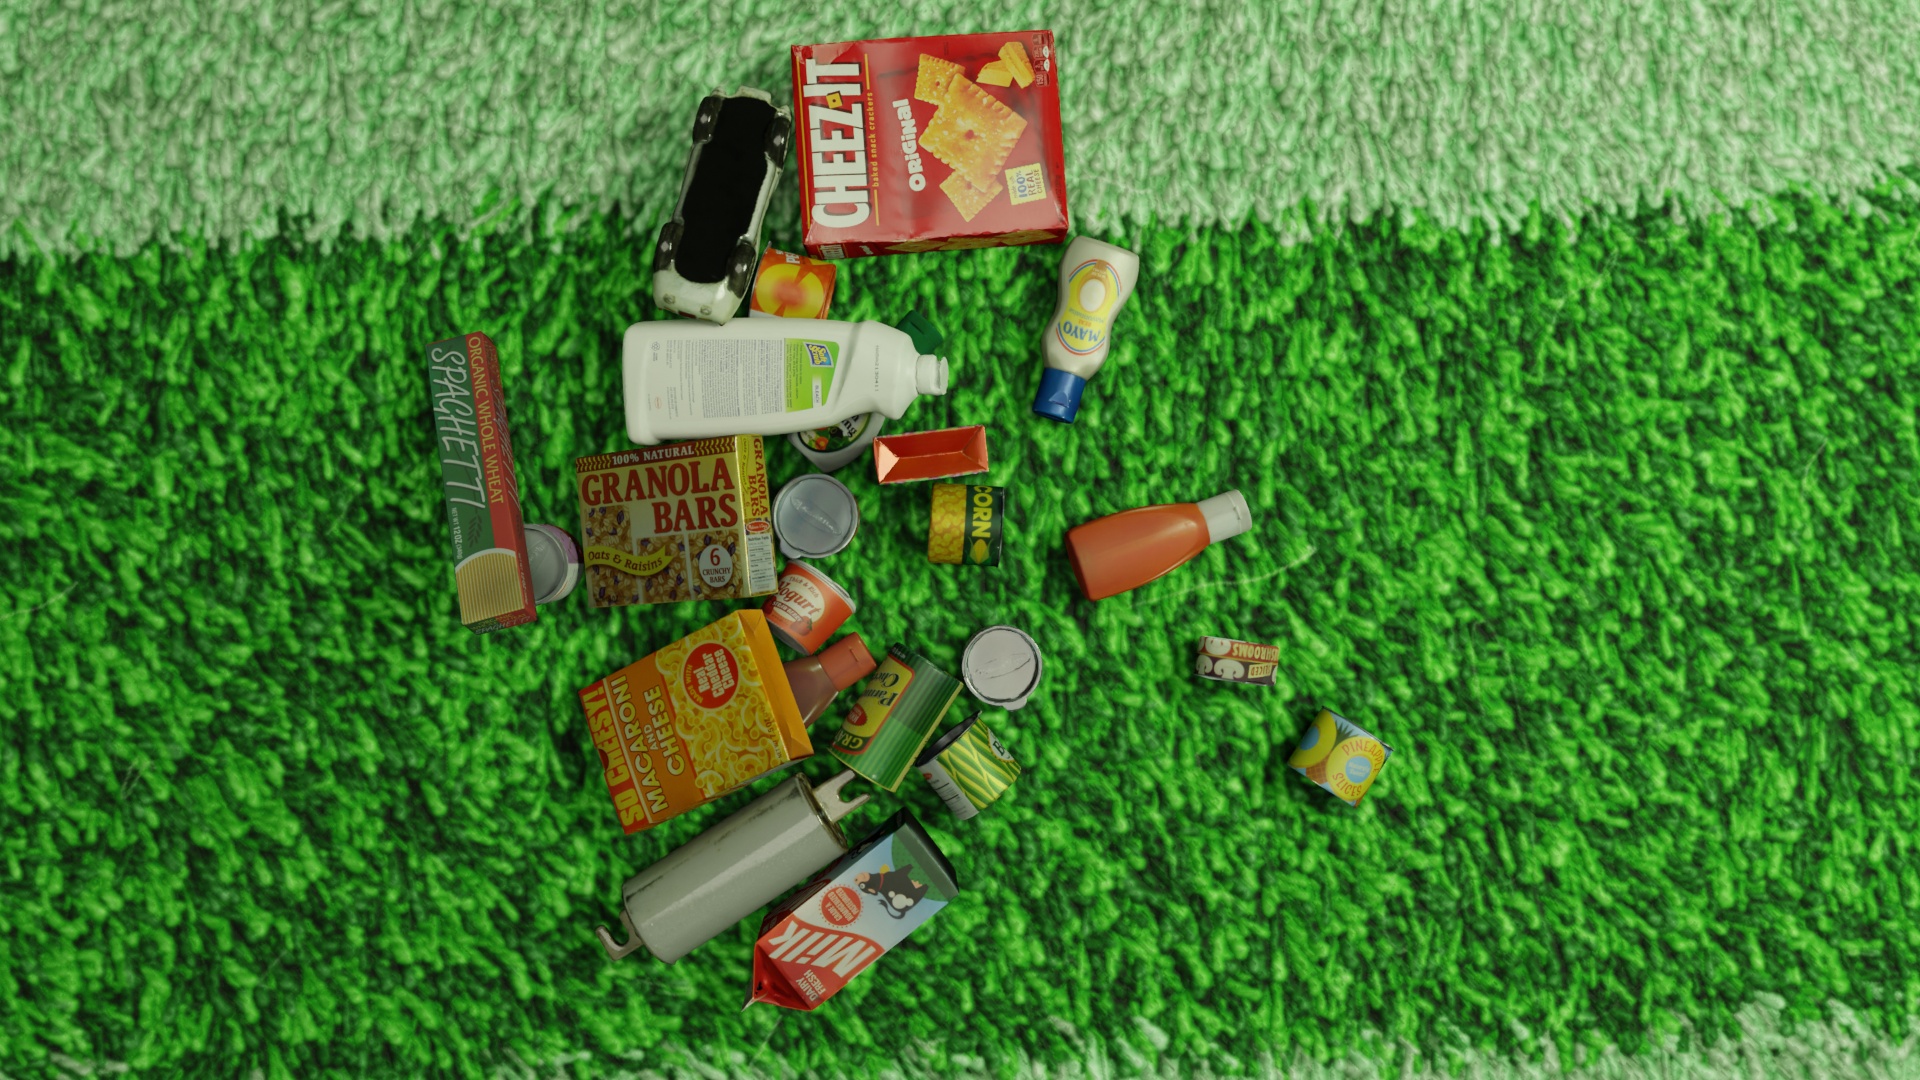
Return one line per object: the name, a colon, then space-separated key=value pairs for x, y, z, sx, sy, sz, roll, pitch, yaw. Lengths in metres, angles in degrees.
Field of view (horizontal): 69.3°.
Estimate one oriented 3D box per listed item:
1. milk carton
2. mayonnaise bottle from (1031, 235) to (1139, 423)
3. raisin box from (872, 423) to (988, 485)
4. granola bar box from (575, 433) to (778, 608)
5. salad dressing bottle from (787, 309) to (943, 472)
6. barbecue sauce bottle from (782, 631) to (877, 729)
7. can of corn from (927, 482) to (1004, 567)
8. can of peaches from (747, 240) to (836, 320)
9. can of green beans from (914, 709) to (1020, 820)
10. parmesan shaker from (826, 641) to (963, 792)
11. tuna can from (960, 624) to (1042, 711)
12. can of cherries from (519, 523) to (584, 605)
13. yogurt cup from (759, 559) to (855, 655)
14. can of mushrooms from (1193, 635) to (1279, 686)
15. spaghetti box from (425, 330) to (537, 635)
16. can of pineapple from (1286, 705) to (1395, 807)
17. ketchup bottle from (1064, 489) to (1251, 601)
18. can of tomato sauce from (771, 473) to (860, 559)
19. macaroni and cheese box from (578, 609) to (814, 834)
milk carton: x=-0.097 y=0.306 z=1.115 sx=0.190 sy=0.072 sz=0.073 roll=-38 pitch=92 yaw=-2
mayonnaise bottle: x=0.098 y=-0.171 z=1.141 sx=0.065 sy=0.041 sz=0.148 roll=17 pitch=88 yaw=-4
raisin box: x=-0.025 y=-0.067 z=1.095 sx=0.086 sy=0.123 sz=0.040 roll=-8 pitch=92 yaw=-2
granola bar box: x=-0.224 y=-0.013 z=1.089 sx=0.165 sy=0.039 sz=0.124 roll=-5 pitch=91 yaw=30
salad dressing bottle: x=-0.076 y=-0.123 z=1.132 sx=0.064 sy=0.044 sz=0.147 roll=42 pitch=88 yaw=11
barbecue sauce bottle: x=-0.139 y=0.128 z=1.129 sx=0.148 sy=0.043 sz=0.065 roll=-32 pitch=85 yaw=-3
can of corn: x=0.004 y=-0.014 z=1.122 sx=0.058 sy=0.071 sz=0.071 roll=4 pitch=90 yaw=-2
can of peaches: x=-0.134 y=-0.200 z=1.119 sx=0.058 sy=0.071 sz=0.071 roll=14 pitch=90 yaw=-3
can of green beans: x=0.007 y=0.183 z=1.123 sx=0.071 sy=0.071 sz=0.058 roll=-39 pitch=92 yaw=-2
parmesan shaker: x=-0.053 y=0.141 z=1.122 sx=0.071 sy=0.071 sz=0.103 roll=33 pitch=85 yaw=-2
tuna can: x=0.034 y=0.104 z=1.141 sx=0.071 sy=0.033 sz=0.071 roll=0 pitch=90 yaw=-2
can of cherries: x=-0.343 y=0.017 z=1.114 sx=0.071 sy=0.058 sz=0.071 roll=0 pitch=91 yaw=-2
yogurt cup: x=-0.126 y=0.056 z=1.112 sx=0.072 sy=0.072 sz=0.054 roll=38 pitch=74 yaw=-2
can of mushrooms: x=0.226 y=0.098 z=1.131 sx=0.071 sy=0.071 sz=0.033 roll=9 pitch=88 yaw=-2
spaghetti box: x=-0.376 y=-0.050 z=1.084 sx=0.050 sy=0.028 sz=0.251 roll=-15 pitch=69 yaw=-2
can of pineapple: x=0.310 y=0.177 z=1.135 sx=0.071 sy=0.071 sz=0.058 roll=32 pitch=90 yaw=-2
ketchup bottle: x=0.164 y=-0.002 z=1.142 sx=0.149 sy=0.043 sz=0.064 roll=-19 pitch=92 yaw=-3
can of tomato sauce: x=-0.115 y=-0.017 z=1.111 sx=0.071 sy=0.083 sz=0.071 roll=0 pitch=90 yaw=-2
macaroni and cheese box: x=-0.210 y=0.142 z=1.085 sx=0.166 sy=0.040 sz=0.124 roll=-27 pitch=77 yaw=21
